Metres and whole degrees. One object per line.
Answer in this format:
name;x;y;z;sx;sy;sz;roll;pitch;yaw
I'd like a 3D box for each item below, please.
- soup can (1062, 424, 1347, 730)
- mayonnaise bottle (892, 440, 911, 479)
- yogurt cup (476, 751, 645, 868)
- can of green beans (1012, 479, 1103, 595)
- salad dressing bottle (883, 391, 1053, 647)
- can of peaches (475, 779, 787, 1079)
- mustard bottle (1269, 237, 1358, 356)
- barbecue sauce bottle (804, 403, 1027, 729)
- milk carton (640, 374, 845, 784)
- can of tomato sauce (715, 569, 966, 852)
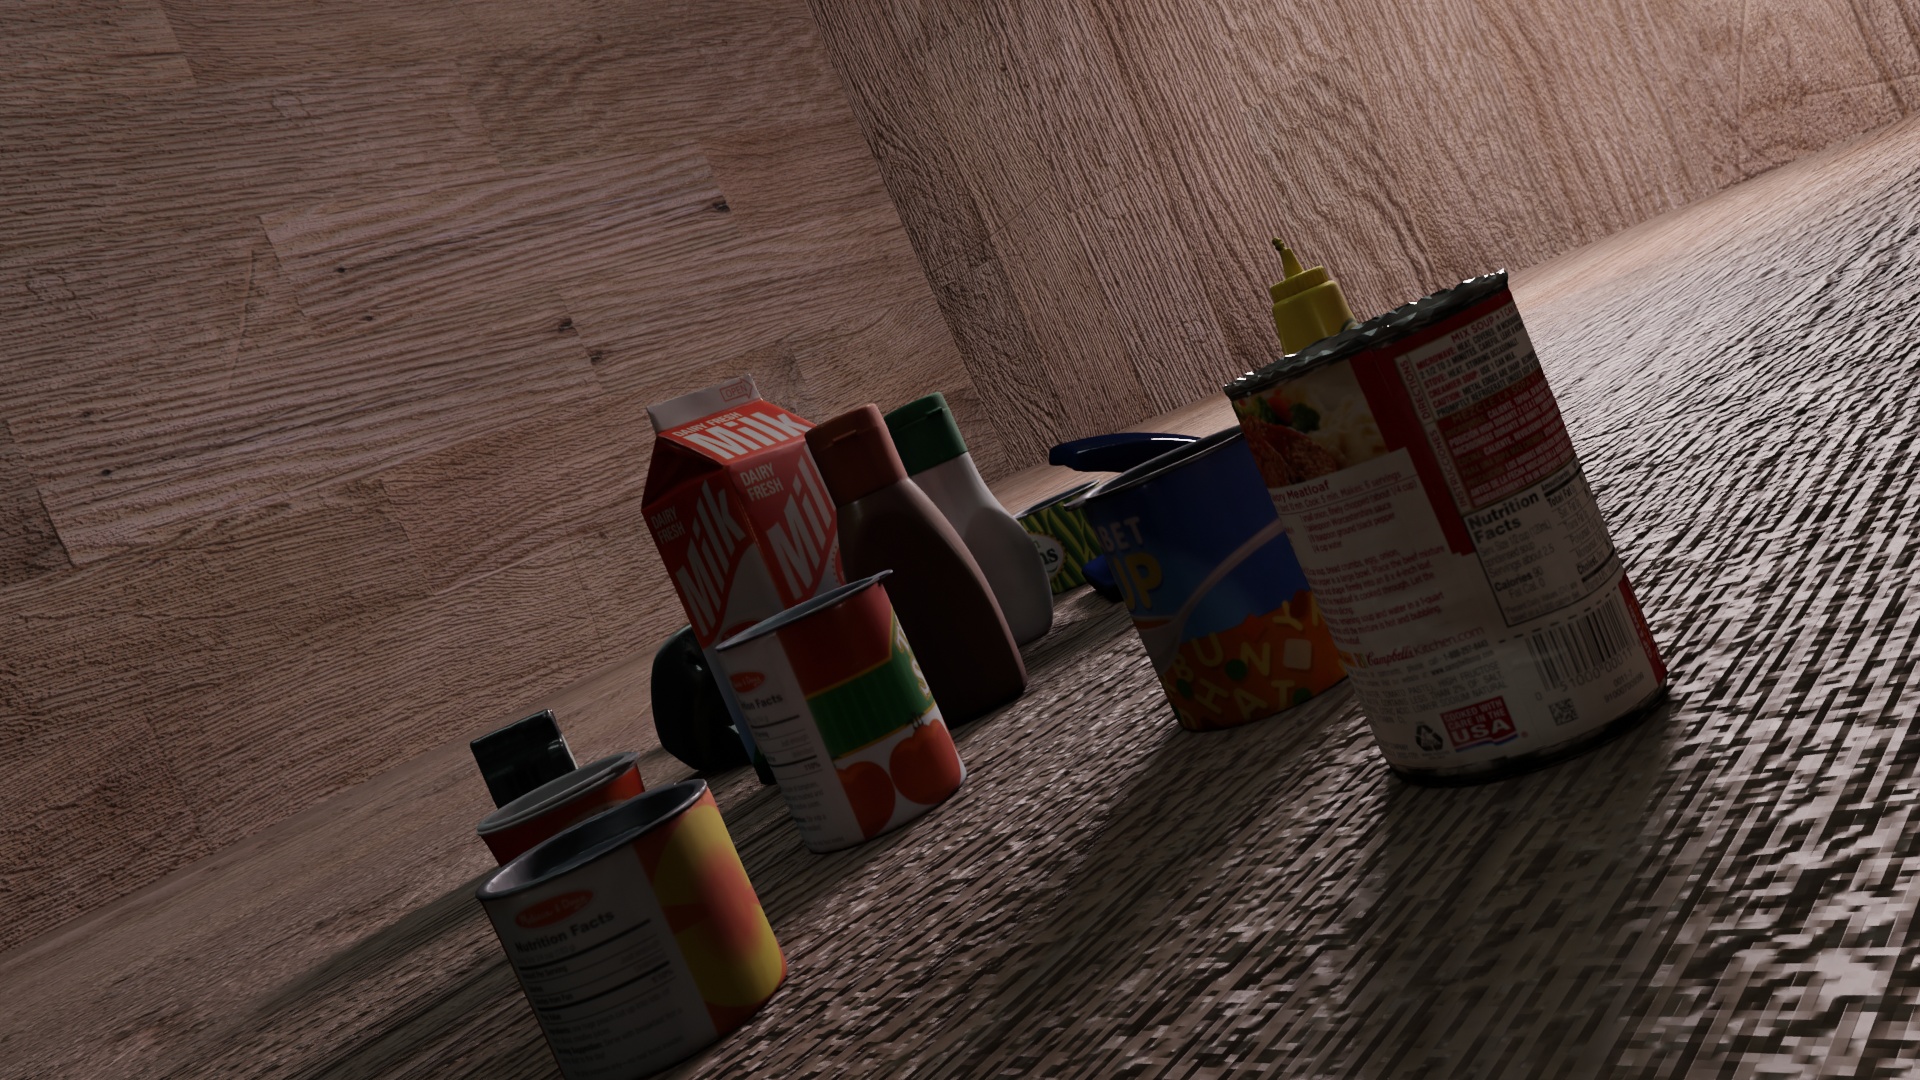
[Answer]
soup can;0.082;0.012;0.454;0.071;0.083;0.071;-24;3;2
mayonnaise bottle;-0.008;-0.011;0.873;0.041;0.148;0.065;-22;4;34
yogurt cup;-0.154;0.125;0.566;0.072;0.054;0.072;-24;3;2
can of green beans;0.074;-0.002;0.931;0.071;0.058;0.071;-24;3;2
salad dressing bottle;0.003;-0.010;0.782;0.064;0.147;0.044;-26;3;-32
can of peaches;-0.087;0.105;0.380;0.071;0.058;0.071;-24;3;2
mustard bottle;0.251;-0.138;0.964;0.048;0.160;0.065;-22;4;37
barbecue sauce bottle;-0.025;0.012;0.635;0.065;0.148;0.044;-24;3;1
milk carton;-0.089;0.014;0.679;0.073;0.190;0.072;-21;4;41
can of tomato sauce;-0.042;0.063;0.516;0.071;0.083;0.071;-24;3;2
